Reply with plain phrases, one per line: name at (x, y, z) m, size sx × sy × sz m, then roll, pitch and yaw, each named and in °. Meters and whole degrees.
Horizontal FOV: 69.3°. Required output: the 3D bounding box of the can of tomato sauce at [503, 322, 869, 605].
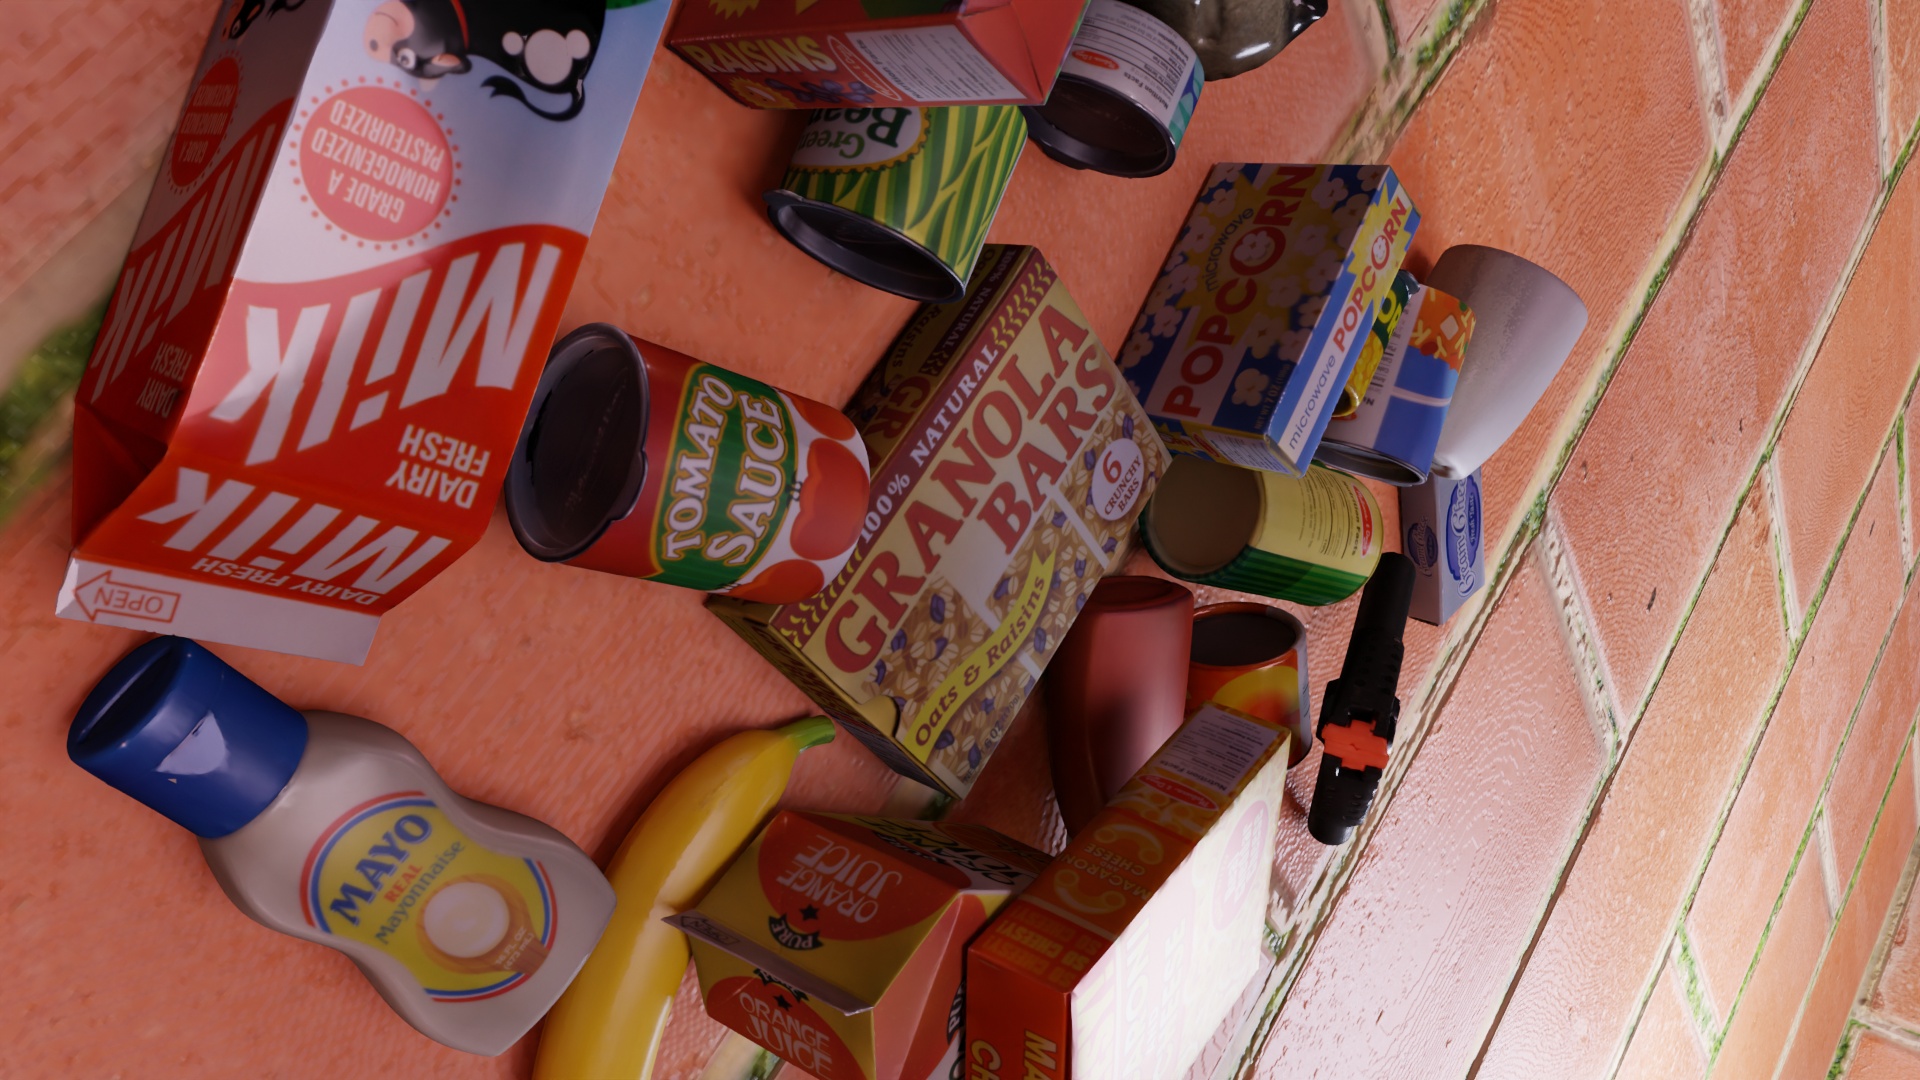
can of tomato sauce at (-0.076, -0.019, 0.402) m, size 0.083 × 0.071 × 0.071 m, roll 16°, pitch 90°, yaw -47°

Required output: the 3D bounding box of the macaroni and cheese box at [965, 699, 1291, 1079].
macaroni and cheese box at (0.064, 0.151, 0.500) m, size 0.167 × 0.040 × 0.123 m, roll -33°, pitch 132°, yaw -48°

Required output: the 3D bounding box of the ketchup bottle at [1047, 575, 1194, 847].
ketchup bottle at (0.066, 0.092, 0.596) m, size 0.065 × 0.043 × 0.148 m, roll -9°, pitch 108°, yaw -37°

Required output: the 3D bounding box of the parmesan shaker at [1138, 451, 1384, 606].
parmesan shaker at (0.134, -0.011, 0.622) m, size 0.103 × 0.071 × 0.071 m, roll 11°, pitch 94°, yaw -46°

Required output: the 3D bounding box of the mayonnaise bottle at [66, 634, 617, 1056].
mayonnaise bottle at (-0.159, 0.081, 0.367) m, size 0.065 × 0.041 × 0.147 m, roll -53°, pitch 133°, yaw -18°

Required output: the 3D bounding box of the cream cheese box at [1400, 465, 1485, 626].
cream cheese box at (0.276, -0.008, 0.793) m, size 0.053 × 0.024 × 0.103 m, roll -32°, pitch 122°, yaw -35°

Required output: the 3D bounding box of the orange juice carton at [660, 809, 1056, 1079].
orange juice carton at (-0.016, 0.141, 0.477) m, size 0.192 × 0.072 × 0.073 m, roll 25°, pitch 83°, yaw -60°

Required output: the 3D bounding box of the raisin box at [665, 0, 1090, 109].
raisin box at (-0.018, -0.164, 0.381) m, size 0.040 × 0.123 × 0.086 m, roll 30°, pitch 80°, yaw -46°

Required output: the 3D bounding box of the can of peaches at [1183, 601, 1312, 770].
can of peaches at (0.123, 0.068, 0.632) m, size 0.071 × 0.071 × 0.057 m, roll -28°, pitch 120°, yaw -37°

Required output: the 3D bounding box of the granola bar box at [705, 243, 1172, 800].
granola bar box at (0.002, -0.006, 0.507) m, size 0.166 × 0.039 × 0.124 m, roll -57°, pitch 133°, yaw -18°

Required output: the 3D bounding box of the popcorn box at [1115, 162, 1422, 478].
popcorn box at (0.122, -0.093, 0.569) m, size 0.038 × 0.085 × 0.127 m, roll 38°, pitch 75°, yaw -43°

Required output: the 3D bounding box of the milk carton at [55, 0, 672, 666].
milk carton at (-0.140, -0.067, 0.322) m, size 0.072 × 0.073 × 0.190 m, roll 20°, pitch 87°, yaw -46°

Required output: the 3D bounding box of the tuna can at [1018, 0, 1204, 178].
tuna can at (0.050, -0.160, 0.495) m, size 0.071 × 0.071 × 0.033 m, roll 31°, pitch 79°, yaw -45°

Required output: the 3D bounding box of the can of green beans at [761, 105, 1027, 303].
can of green beans at (-0.019, -0.115, 0.435) m, size 0.071 × 0.071 × 0.058 m, roll 28°, pitch 81°, yaw -46°

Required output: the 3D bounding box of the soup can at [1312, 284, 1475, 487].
soup can at (0.206, -0.076, 0.673) m, size 0.071 × 0.071 × 0.084 m, roll 23°, pitch 85°, yaw -46°

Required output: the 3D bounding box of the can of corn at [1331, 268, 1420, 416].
can of corn at (0.160, -0.095, 0.618) m, size 0.071 × 0.071 × 0.058 m, roll 37°, pitch 75°, yaw -44°
